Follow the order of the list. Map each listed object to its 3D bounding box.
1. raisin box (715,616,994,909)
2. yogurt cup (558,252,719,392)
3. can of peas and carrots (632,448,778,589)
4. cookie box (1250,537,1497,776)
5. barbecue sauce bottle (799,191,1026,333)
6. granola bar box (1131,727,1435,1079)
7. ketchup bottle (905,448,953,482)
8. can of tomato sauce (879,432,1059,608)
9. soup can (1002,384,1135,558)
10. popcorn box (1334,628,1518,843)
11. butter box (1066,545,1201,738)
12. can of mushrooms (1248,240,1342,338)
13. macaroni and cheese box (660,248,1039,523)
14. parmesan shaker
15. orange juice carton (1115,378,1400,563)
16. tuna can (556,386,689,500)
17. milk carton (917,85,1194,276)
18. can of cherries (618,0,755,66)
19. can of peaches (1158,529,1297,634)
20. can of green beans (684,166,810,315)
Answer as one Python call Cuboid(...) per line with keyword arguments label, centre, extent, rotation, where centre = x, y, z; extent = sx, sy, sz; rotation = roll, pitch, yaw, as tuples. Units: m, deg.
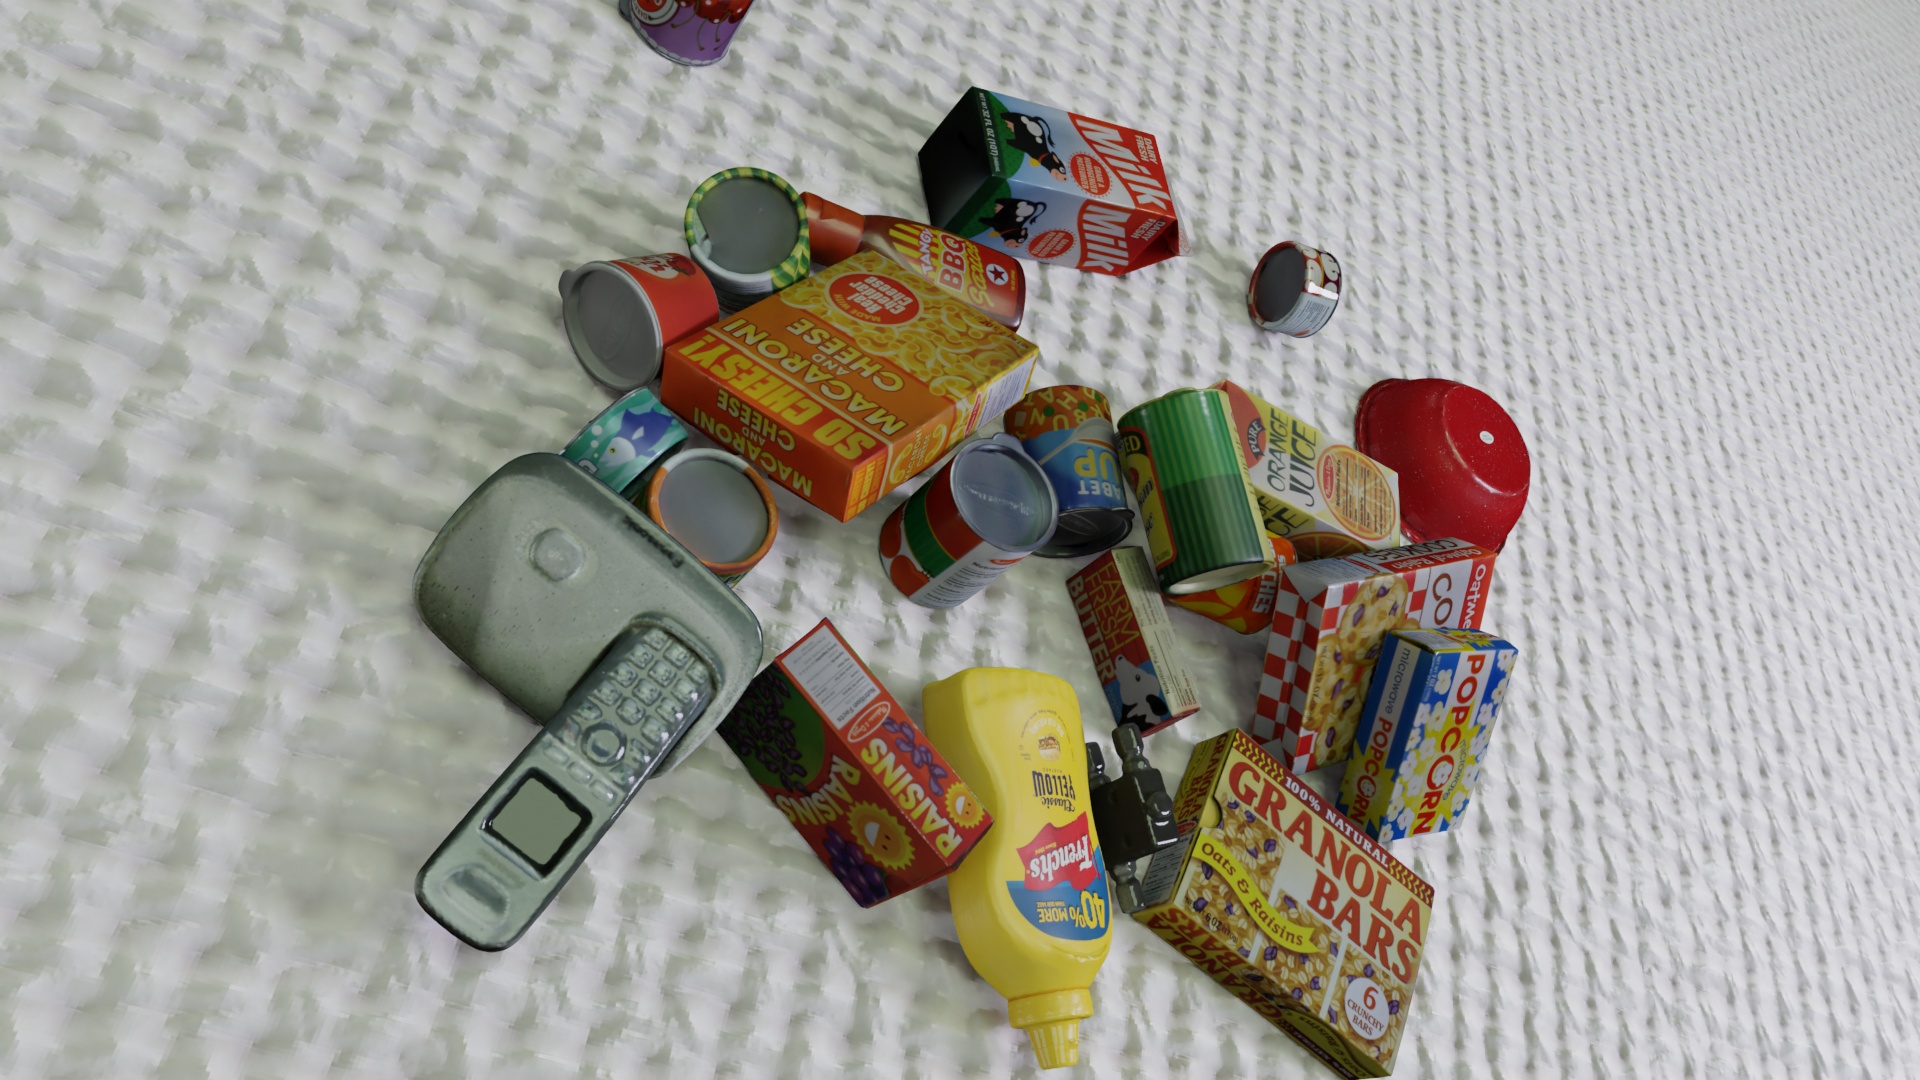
Cuboid(label="raisin box", centre=(-0.053, 0.107, 0.652), extent=(0.123, 0.085, 0.040), rotation=(50, 48, 0))
Cuboid(label="yogurt cup", centre=(-0.162, -0.116, 0.716), extent=(0.072, 0.072, 0.054), rotation=(54, 42, 2))
Cuboid(label="can of peas and carrots", centre=(-0.129, -0.002, 0.679), extent=(0.071, 0.058, 0.071), rotation=(15, 59, -26))
Cuboid(label="cookie box", centre=(0.257, 0.068, 0.862), extent=(0.168, 0.040, 0.122), rotation=(-7, 112, -36))
Cuboid(label="barbecue sauce bottle", centre=(-0.033, -0.166, 0.839), extent=(0.148, 0.043, 0.065), rotation=(17, 54, -24))
Cuboid(label="granola bar box", centre=(0.188, 0.205, 0.788), extent=(0.165, 0.039, 0.125), rotation=(39, 51, -10))
Cuboid(label="ketchup bottle", centre=(-0.020, -0.077, 0.799), extent=(0.149, 0.043, 0.065), rotation=(-31, 75, -40))
Cuboid(label="can of tomato sauce", centre=(0.003, -0.009, 0.753), extent=(0.071, 0.082, 0.071), rotation=(15, 58, -26))
Cuboid(label="soup can", centre=(0.064, -0.041, 0.818), extent=(0.071, 0.071, 0.084), rotation=(8, 61, -30))
Cuboid(label="popcorn box", centre=(0.284, 0.117, 0.848), extent=(0.085, 0.038, 0.126), rotation=(1, 108, -37))
Cuboid(label="butter box", centre=(0.099, 0.059, 0.799), extent=(0.024, 0.053, 0.104), rotation=(-7, 69, -33))
Cuboid(label="can of mushrooms", centre=(0.243, -0.186, 1.016), extent=(0.033, 0.070, 0.071), rotation=(9, 61, -28))
Cuboid(label="macaroni and cheese box", centre=(-0.055, -0.086, 0.732), extent=(0.124, 0.040, 0.167), rotation=(33, 43, 18))
Cuboid(label="parmesan shaker", centre=(0.133, -0.027, 0.789), extent=(0.071, 0.071, 0.103), rotation=(-2, 72, -34))
Cuboid(label="orange juice carton", centre=(0.188, -0.038, 0.897), extent=(0.192, 0.071, 0.073), rotation=(24, 55, -21))
Cuboid(label="tuna can", centre=(-0.166, -0.040, 0.669), extent=(0.033, 0.070, 0.071), rotation=(47, 50, -4))
Cuboid(label="milk carton", centre=(0.075, -0.232, 0.926), extent=(0.191, 0.073, 0.072), rotation=(3, 64, -32))
Cuboid(label="can of cherries", centre=(-0.161, -0.330, 0.833), extent=(0.071, 0.058, 0.072), rotation=(16, 58, -27))
Cuboid(label="can of peaches", centre=(0.164, 0.017, 0.853), extent=(0.058, 0.071, 0.071), rotation=(24, 55, -20))
Cuboid(label="can of green beans", centre=(-0.115, -0.162, 0.758), extent=(0.071, 0.057, 0.071), rotation=(1, 79, -5))
